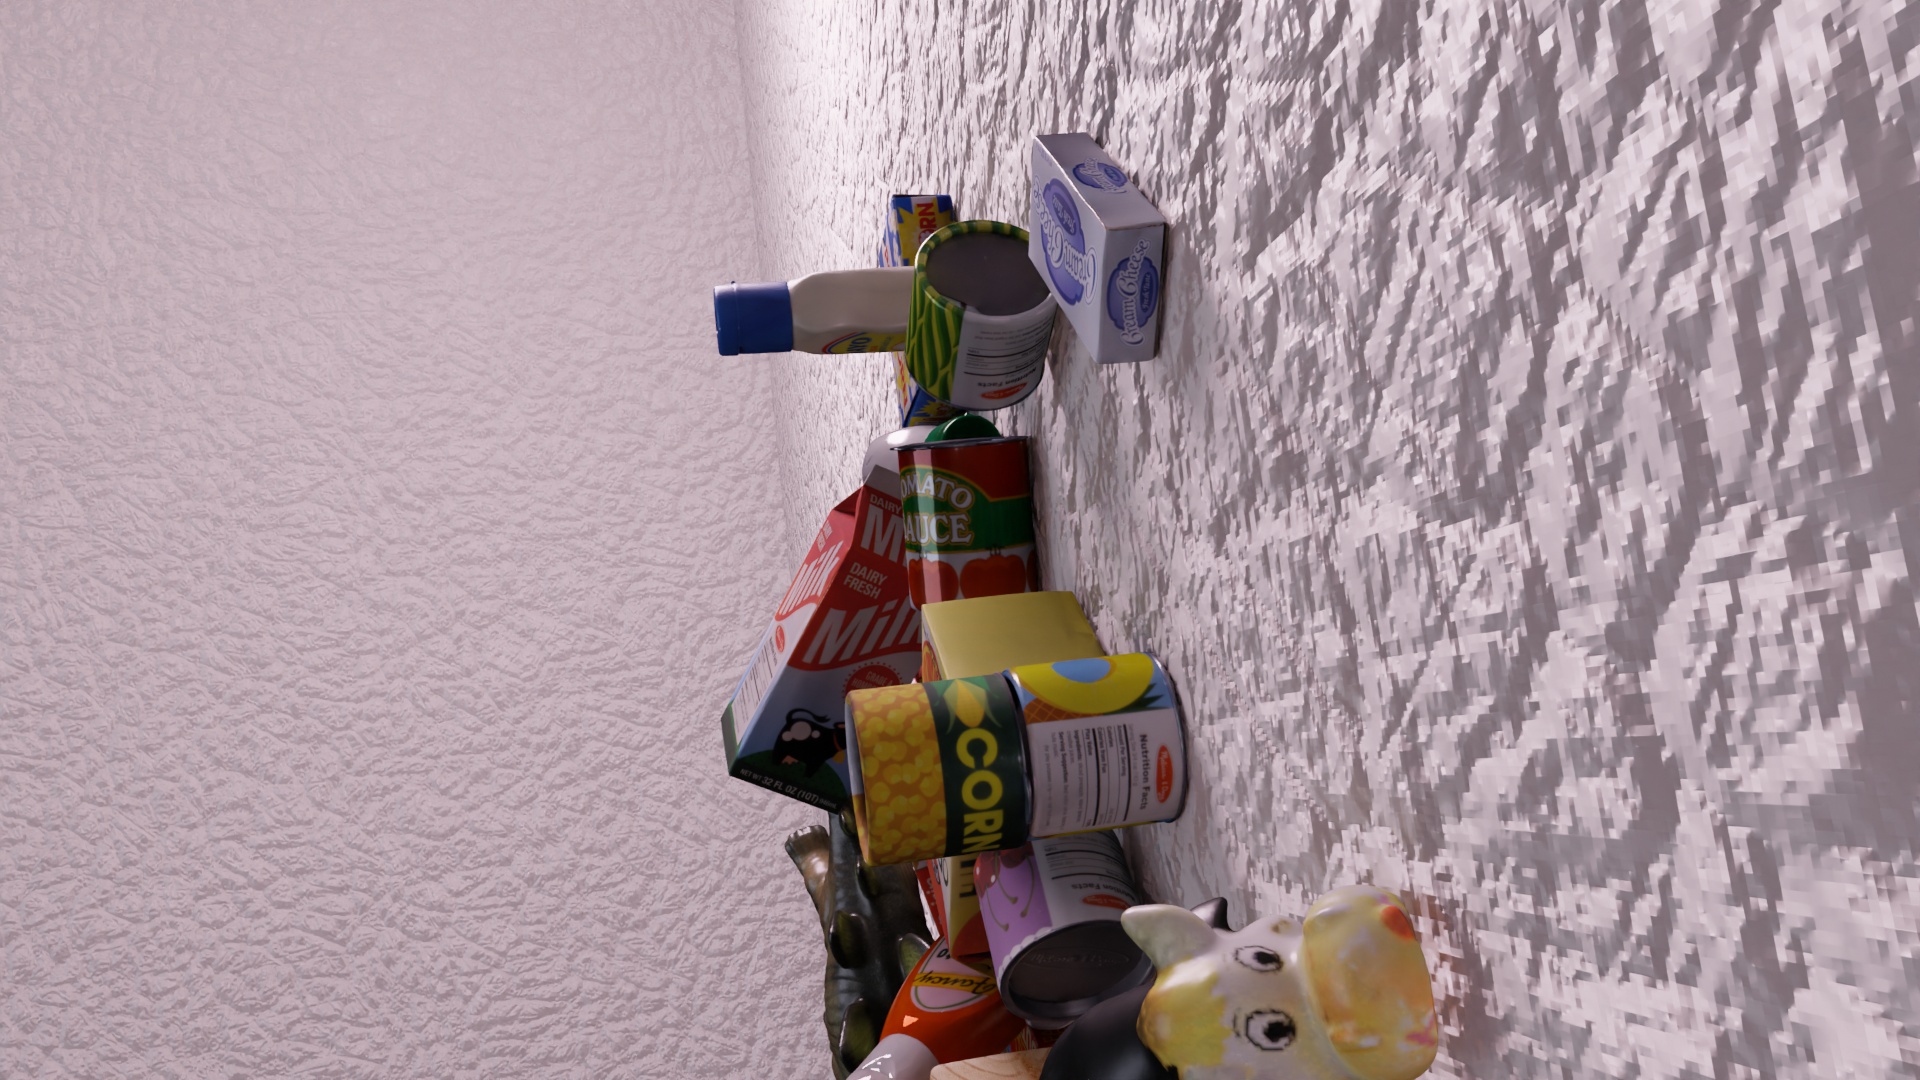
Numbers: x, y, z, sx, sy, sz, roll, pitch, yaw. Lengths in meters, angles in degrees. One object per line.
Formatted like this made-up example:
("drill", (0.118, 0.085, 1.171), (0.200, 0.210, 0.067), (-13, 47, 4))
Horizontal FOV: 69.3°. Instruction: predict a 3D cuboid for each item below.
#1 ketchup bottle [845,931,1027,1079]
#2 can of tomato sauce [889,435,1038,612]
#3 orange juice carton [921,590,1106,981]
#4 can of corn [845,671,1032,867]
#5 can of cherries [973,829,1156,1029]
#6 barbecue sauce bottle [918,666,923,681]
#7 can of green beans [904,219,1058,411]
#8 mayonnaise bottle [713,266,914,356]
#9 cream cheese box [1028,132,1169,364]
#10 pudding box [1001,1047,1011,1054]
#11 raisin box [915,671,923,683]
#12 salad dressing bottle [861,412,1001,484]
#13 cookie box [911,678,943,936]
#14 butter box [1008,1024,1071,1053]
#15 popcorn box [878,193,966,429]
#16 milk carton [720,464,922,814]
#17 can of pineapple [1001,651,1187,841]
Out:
("ketchup bottle", (-0.006, 0.235, 0.676), (0.149, 0.065, 0.043), (-32, -58, -57))
("can of tomato sauce", (0.002, -0.009, 0.698), (0.071, 0.071, 0.083), (-157, 62, -78))
("orange juice carton", (0.023, 0.124, 0.644), (0.072, 0.073, 0.191), (-113, 20, -58))
("can of corn", (-0.010, 0.086, 0.515), (0.071, 0.058, 0.071), (176, 88, -80))
("can of cherries", (0.041, 0.157, 0.576), (0.059, 0.071, 0.071), (-108, 17, -50))
("barbecue sauce bottle", (0.003, 0.075, 0.805), (0.148, 0.044, 0.065), (155, 112, -79))
("can of green beans", (0.010, -0.102, 0.625), (0.057, 0.071, 0.071), (100, 161, -53))
("mayonnaise bottle", (-0.052, -0.118, 0.722), (0.064, 0.148, 0.041), (141, 123, -77))
("cream cheese box", (0.050, -0.112, 0.523), (0.104, 0.024, 0.053), (-110, 17, -55))
("pudding box", (0.030, 0.332, 0.819), (0.049, 0.030, 0.084), (104, 158, -57))
("raisin box", (-0.019, 0.038, 0.917), (0.086, 0.040, 0.123), (-120, 27, -66))
("salad dressing bottle", (-0.016, -0.046, 0.816), (0.147, 0.064, 0.044), (166, 117, -72))
("cookie box", (-0.015, 0.177, 0.850), (0.123, 0.040, 0.166), (-117, 9, -65))
("butter box", (0.041, 0.262, 0.746), (0.104, 0.024, 0.053), (-128, 34, -71))
("popcorn box", (-0.021, -0.136, 0.850), (0.085, 0.038, 0.127), (120, 143, -74))
("milk carton", (-0.063, 0.052, 0.797), (0.190, 0.072, 0.073), (-62, 20, 11))
("can of pineapple", (0.048, 0.078, 0.531), (0.071, 0.058, 0.071), (177, 88, -80))
